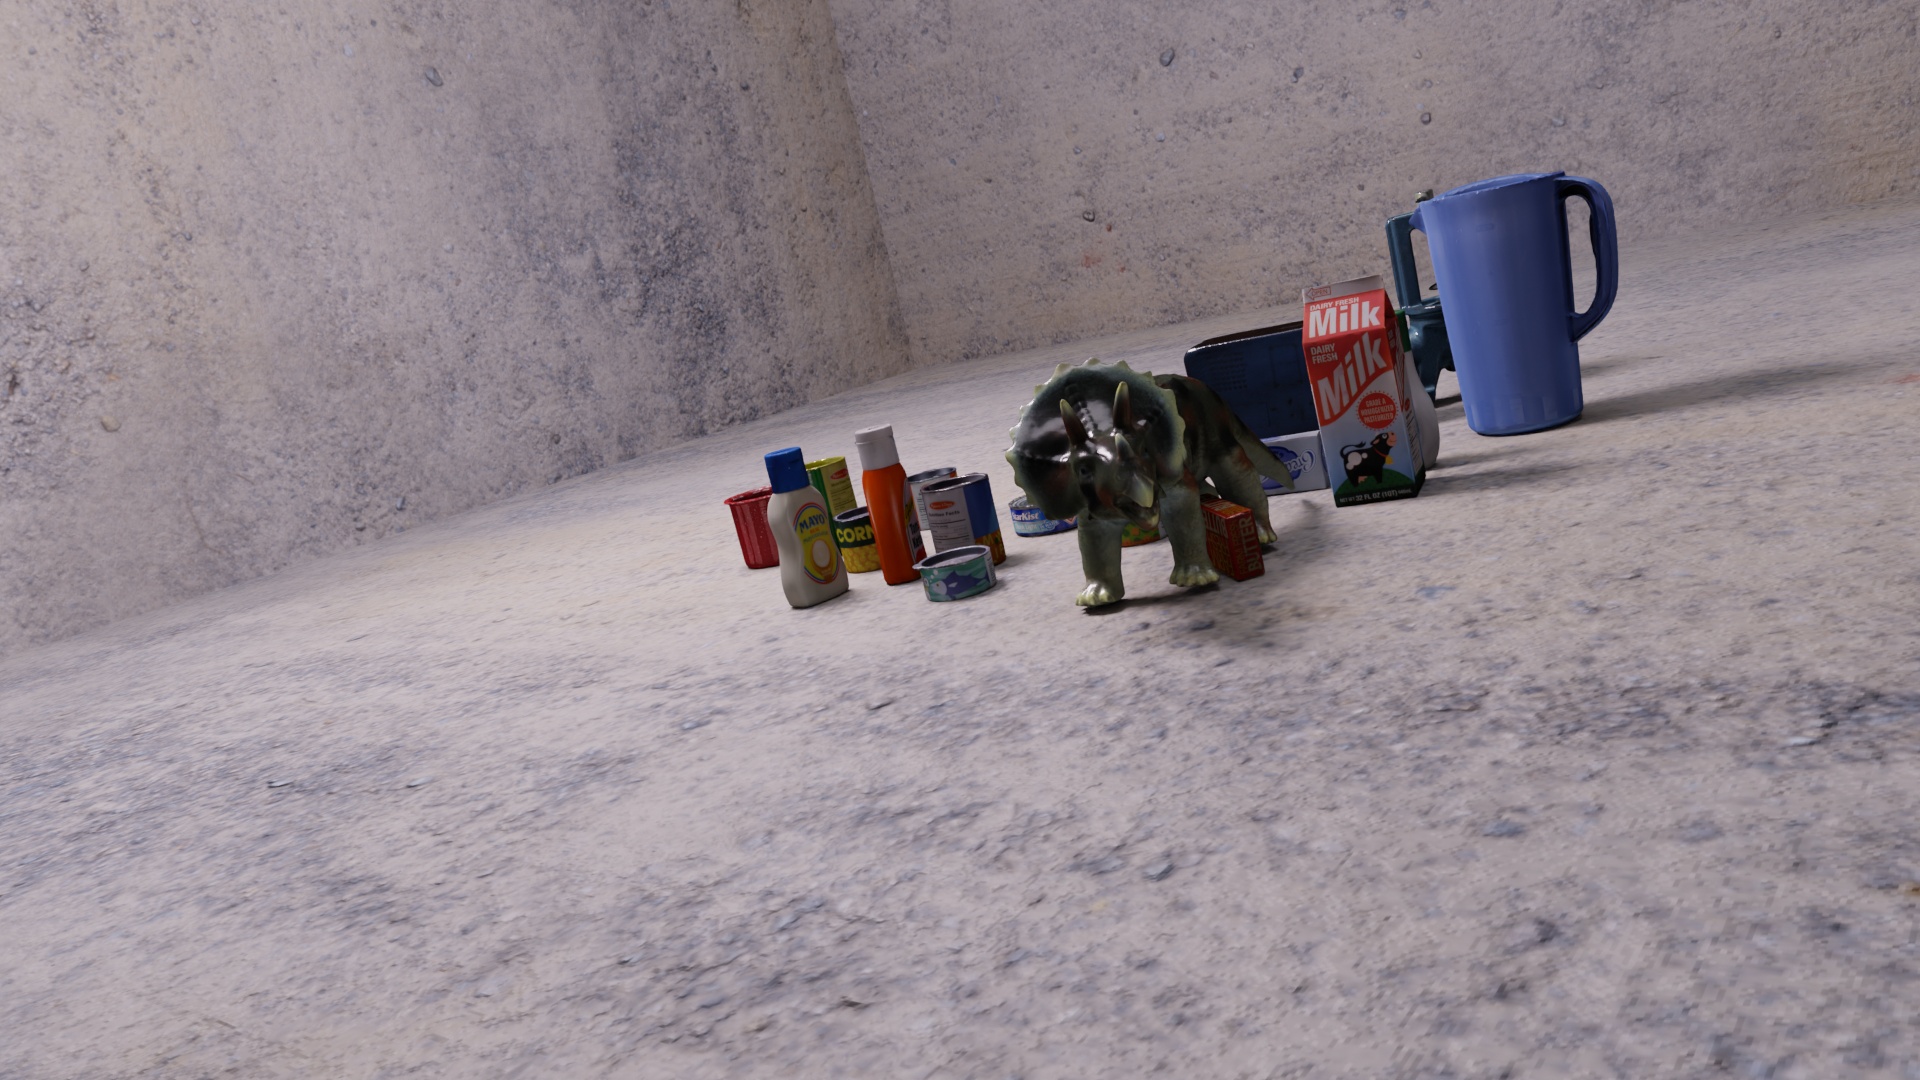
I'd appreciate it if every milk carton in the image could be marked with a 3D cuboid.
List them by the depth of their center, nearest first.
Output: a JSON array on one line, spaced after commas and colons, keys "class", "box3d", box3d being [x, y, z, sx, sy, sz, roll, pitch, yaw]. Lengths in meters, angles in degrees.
[{"class": "milk carton", "box3d": [0.350, -0.132, 1.213, 0.072, 0.190, 0.074, -8, 12, 27]}]

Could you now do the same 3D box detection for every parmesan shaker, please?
[{"class": "parmesan shaker", "box3d": [-0.150, -0.035, 1.548, 0.071, 0.103, 0.071, -13, 11, 3]}]

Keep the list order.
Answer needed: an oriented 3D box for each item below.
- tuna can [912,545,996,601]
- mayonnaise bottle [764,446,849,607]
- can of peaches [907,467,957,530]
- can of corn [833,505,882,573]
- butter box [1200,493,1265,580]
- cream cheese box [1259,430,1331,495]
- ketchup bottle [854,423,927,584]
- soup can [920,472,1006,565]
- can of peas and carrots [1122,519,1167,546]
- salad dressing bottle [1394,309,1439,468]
[{"class": "tuna can", "box3d": [-0.005, 0.030, 1.234, 0.071, 0.032, 0.071, -13, 11, 3]}, {"class": "mayonnaise bottle", "box3d": [-0.152, -0.014, 1.326, 0.065, 0.147, 0.041, -23, 14, -41]}, {"class": "can of peaches", "box3d": [-0.030, -0.048, 1.588, 0.071, 0.058, 0.071, -13, 11, 3]}, {"class": "can of corn", "box3d": [-0.094, -0.002, 1.434, 0.071, 0.058, 0.071, -13, 11, 3]}, {"class": "butter box", "box3d": [0.207, -0.004, 1.097, 0.024, 0.053, 0.103, -15, 11, -7]}, {"class": "cream cheese box", "box3d": [0.297, -0.071, 1.325, 0.103, 0.053, 0.024, -7, 12, 29]}, {"class": "ketchup bottle", "box3d": [-0.068, -0.036, 1.334, 0.043, 0.148, 0.065, -11, 11, 12]}, {"class": "soup can", "box3d": [0.005, -0.017, 1.321, 0.071, 0.083, 0.071, -13, 11, 3]}, {"class": "can of peas and carrots", "box3d": [0.156, -0.030, 1.275, 0.071, 0.058, 0.071, -13, 11, 3]}, {"class": "salad dressing bottle", "box3d": [0.405, -0.138, 1.287, 0.044, 0.147, 0.064, -20, 12, -32]}]
